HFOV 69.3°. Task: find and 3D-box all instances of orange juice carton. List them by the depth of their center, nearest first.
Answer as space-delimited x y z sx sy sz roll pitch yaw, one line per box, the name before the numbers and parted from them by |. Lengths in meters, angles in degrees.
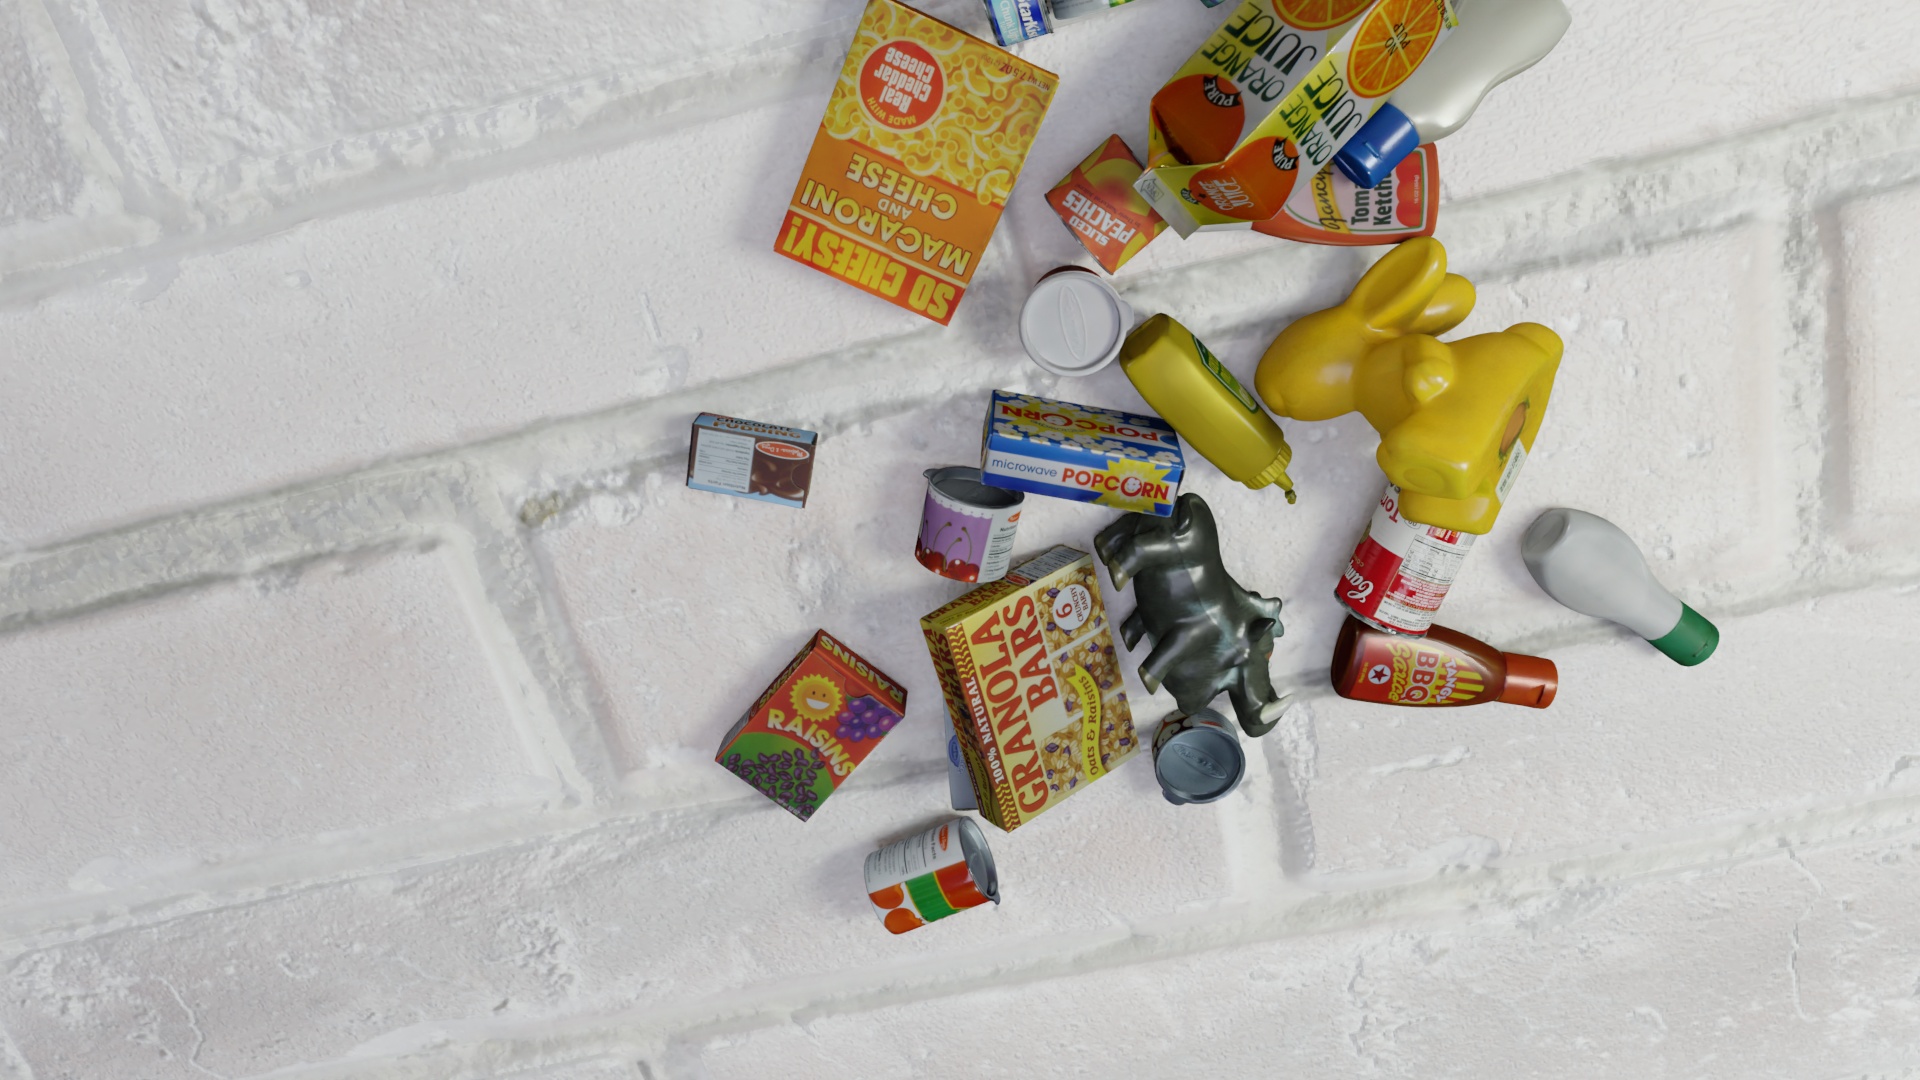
orange juice carton | 0.181 -0.257 0.792 0.192 0.073 0.072 -46 145 11

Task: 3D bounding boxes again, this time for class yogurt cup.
yogurt cup | 0.071 -0.144 0.890 0.072 0.054 0.072 1 113 2

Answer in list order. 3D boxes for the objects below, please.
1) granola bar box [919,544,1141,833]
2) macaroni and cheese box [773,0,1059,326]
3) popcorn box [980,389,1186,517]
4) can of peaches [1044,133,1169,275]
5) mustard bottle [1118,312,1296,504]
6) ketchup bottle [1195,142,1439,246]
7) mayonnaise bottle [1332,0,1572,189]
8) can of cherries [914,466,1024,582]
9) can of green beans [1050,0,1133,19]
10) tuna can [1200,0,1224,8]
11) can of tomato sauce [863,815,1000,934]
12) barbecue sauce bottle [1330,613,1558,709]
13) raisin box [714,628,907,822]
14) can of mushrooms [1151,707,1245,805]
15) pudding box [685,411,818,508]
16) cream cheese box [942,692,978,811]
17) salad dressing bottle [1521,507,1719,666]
granola bar box | 0.051 0.102 0.971 0.124 0.039 0.165 -27 114 -24
macaroni and cheese box | -0.029 -0.235 0.864 0.124 0.040 0.165 23 112 -7
popcorn box | 0.078 -0.058 0.909 0.127 0.085 0.038 10 114 -2
can of peaches | 0.094 -0.206 0.853 0.058 0.071 0.071 -39 106 16
mustard bottle | 0.172 -0.079 0.911 0.160 0.065 0.048 41 114 -20
ketchup bottle | 0.216 -0.213 0.860 0.149 0.043 0.064 -3 103 4
mayonnaise bottle | 0.282 -0.270 0.814 0.148 0.041 0.065 -44 92 2
can of cherries | 0.003 -0.012 0.944 0.071 0.072 0.058 11 114 -2
can of green beans | 0.079 -0.339 0.801 0.071 0.071 0.057 -14 113 8
tuna can | 0.159 -0.341 0.795 0.071 0.071 0.033 -38 108 17
can of tomato sauce | -0.021 0.257 1.057 0.083 0.071 0.071 -23 110 13
barbecue sauce bottle | 0.343 0.091 0.983 0.149 0.044 0.064 9 117 -2
raisin box | -0.110 0.137 1.025 0.086 0.040 0.123 38 109 -12
can of mushrooms | 0.173 0.160 1.025 0.071 0.033 0.070 1 113 2
pudding box | -0.142 -0.054 0.950 0.084 0.030 0.049 10 112 -2
cream cheese box | 0.002 0.139 1.013 0.024 0.053 0.103 -3 113 2
salad dressing bottle | 0.455 0.035 0.955 0.147 0.044 0.064 34 109 -12
